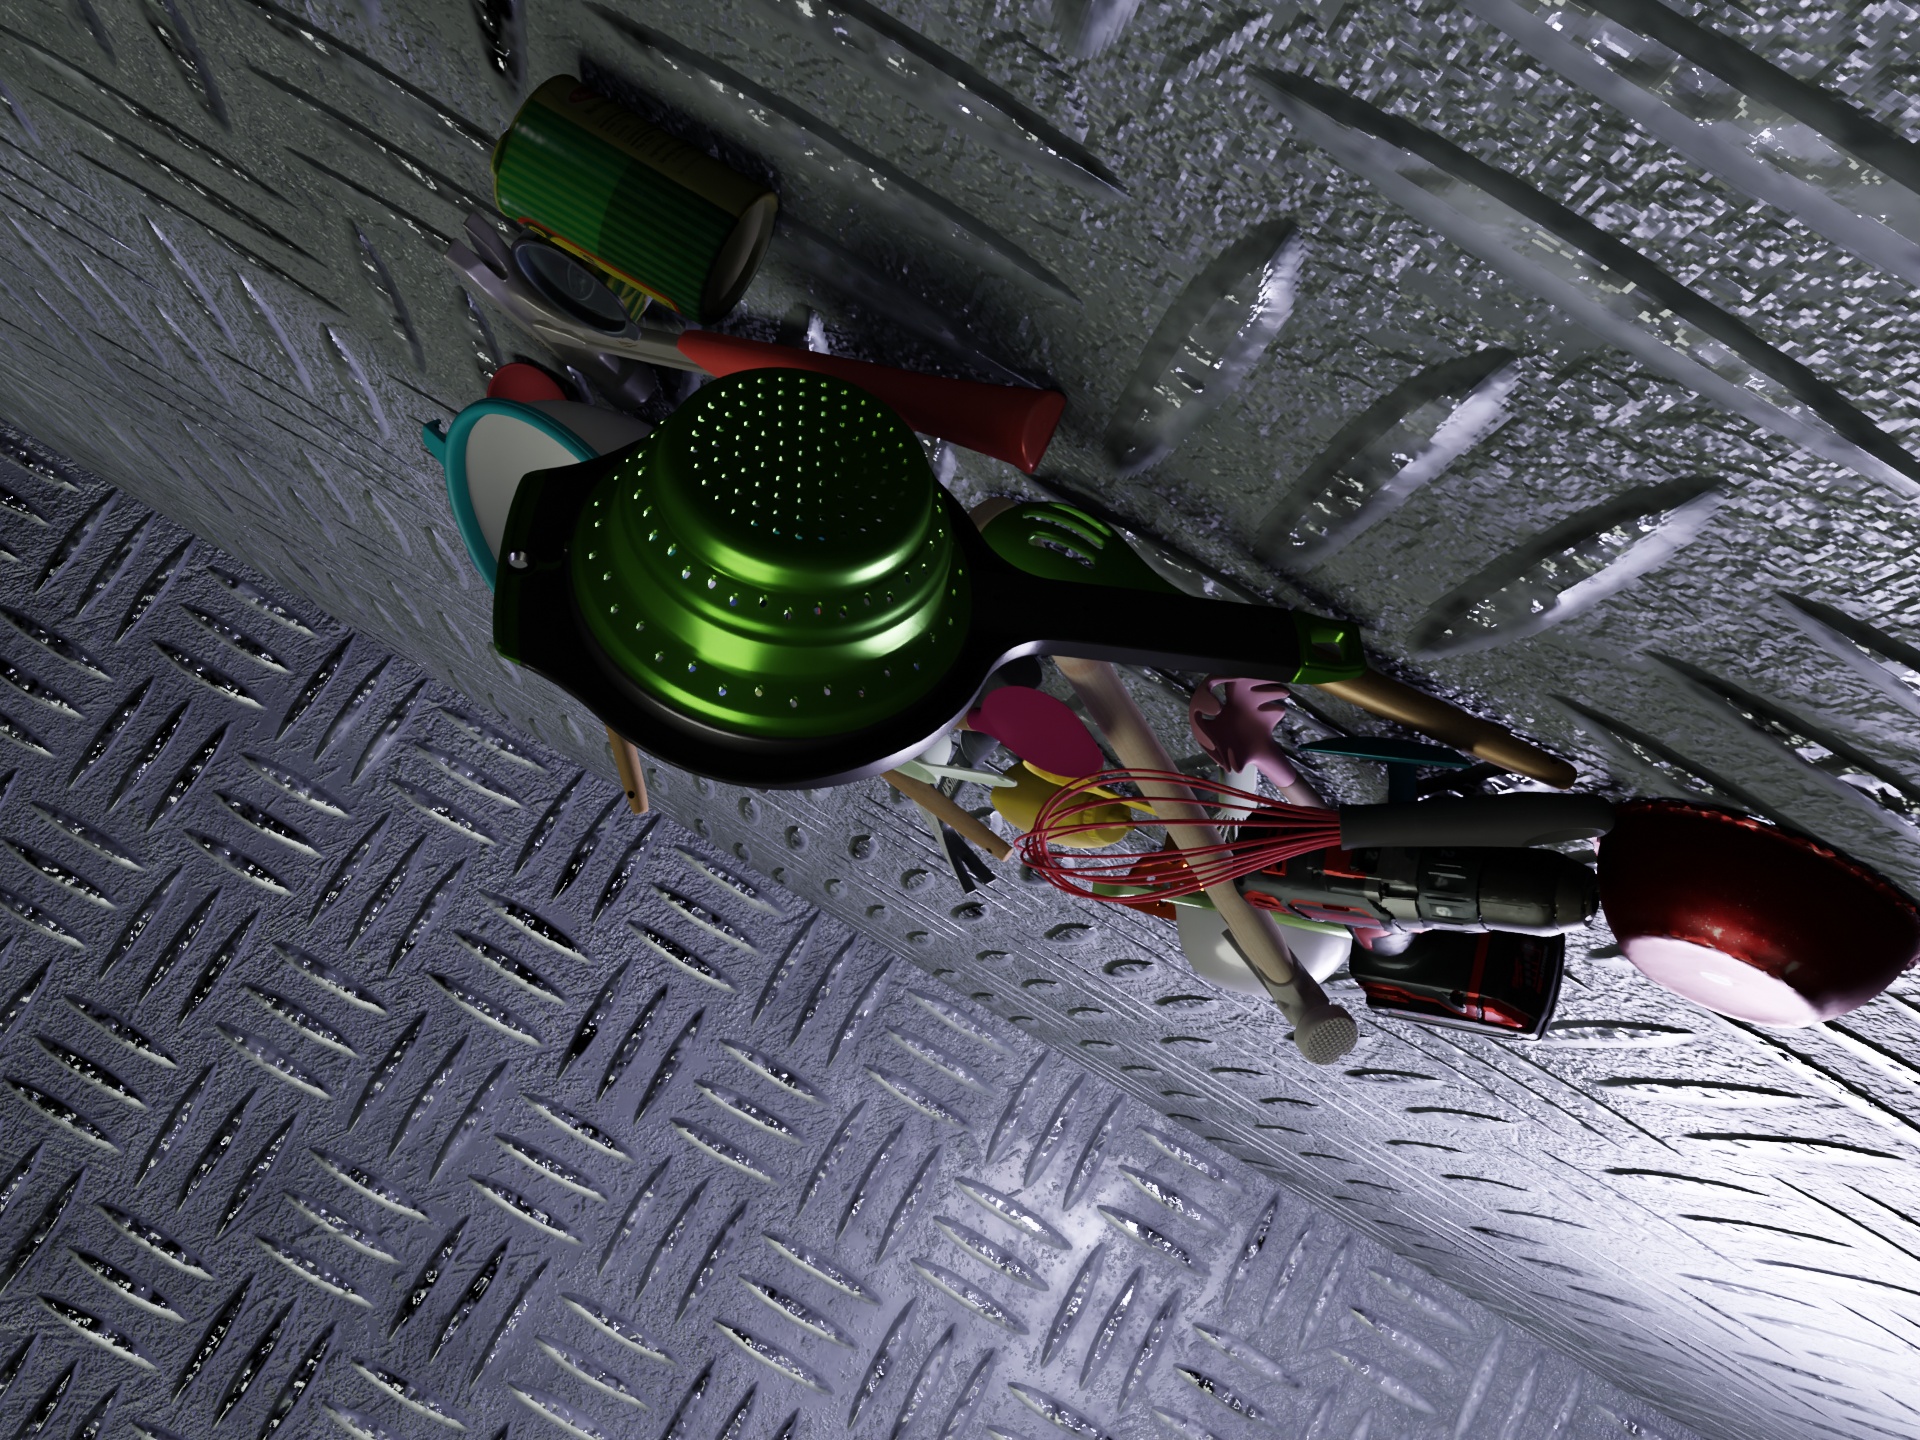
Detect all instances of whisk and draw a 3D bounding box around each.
[{"bbox_3d":[0.171,0.054,0.800,0.296,0.073,0.073,-4,154,14],"label":"whisk"},{"bbox_3d":[0.182,0.056,1.039,0.059,0.058,0.246,-7,154,6],"label":"whisk"}]

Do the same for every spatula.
[{"bbox_3d":[0.250,0.061,0.909,0.082,0.044,0.317,5,158,20],"label":"spatula"},{"bbox_3d":[0.162,0.107,1.213,0.081,0.041,0.322,14,166,9],"label":"spatula"}]

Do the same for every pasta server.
[{"bbox_3d":[0.211,0.048,0.956,0.040,0.060,0.315,34,175,43],"label":"pasta server"}]

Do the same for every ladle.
[{"bbox_3d":[-0.259,-0.088,1.088,0.069,0.315,0.031,-11,-174,26],"label":"ladle"},{"bbox_3d":[-0.080,0.007,1.249,0.320,0.062,0.078,35,147,19],"label":"ladle"}]

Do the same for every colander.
[{"bbox_3d":[0.005,-0.072,0.687,0.397,0.205,0.094,6,145,-12],"label":"colander"}]

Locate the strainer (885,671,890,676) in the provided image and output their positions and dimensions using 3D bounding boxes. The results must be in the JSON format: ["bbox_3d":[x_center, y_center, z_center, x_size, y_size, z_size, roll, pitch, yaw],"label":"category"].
[{"bbox_3d":[-0.048,-0.027,1.216,0.087,0.050,0.258,-2,170,-1],"label":"strainer"}]

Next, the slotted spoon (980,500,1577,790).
[{"bbox_3d":[0.155,-0.037,0.780,0.314,0.070,0.031,25,136,3],"label":"slotted spoon"}]

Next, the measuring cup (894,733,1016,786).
[{"bbox_3d":[-0.013,0.019,1.142,0.168,0.038,0.083,10,161,47],"label":"measuring cup"}]

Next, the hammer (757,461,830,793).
[{"bbox_3d":[-0.107,-0.067,1.040,0.038,0.143,0.386,33,162,8],"label":"hammer"}]

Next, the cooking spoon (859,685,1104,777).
[{"bbox_3d":[-0.002,-0.003,1.017,0.068,0.017,0.319,55,160,-20],"label":"cooking spoon"}]

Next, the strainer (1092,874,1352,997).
[{"bbox_3d":[0.184,0.160,1.154,0.256,0.069,0.151,15,173,-40],"label":"strainer"}]

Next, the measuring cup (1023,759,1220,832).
[{"bbox_3d":[0.123,0.046,1.167,0.156,0.029,0.062,20,167,-6],"label":"measuring cup"}]

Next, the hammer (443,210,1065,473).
[{"bbox_3d":[-0.104,-0.183,0.804,0.359,0.037,0.149,20,167,35],"label":"hammer"}]

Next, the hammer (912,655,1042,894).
[{"bbox_3d":[0.008,0.029,1.216,0.149,0.036,0.408,61,164,11],"label":"hammer"}]

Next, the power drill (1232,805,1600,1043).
[{"bbox_3d":[0.276,0.113,0.892,0.188,0.080,0.226,4,159,36],"label":"power drill"}]

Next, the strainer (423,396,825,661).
[{"bbox_3d":[-0.172,-0.119,0.950,0.340,0.095,0.210,2,124,44],"label":"strainer"}]

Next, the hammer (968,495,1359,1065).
[{"bbox_3d":[0.115,0.033,0.946,0.410,0.038,0.146,55,-178,-28],"label":"hammer"}]
